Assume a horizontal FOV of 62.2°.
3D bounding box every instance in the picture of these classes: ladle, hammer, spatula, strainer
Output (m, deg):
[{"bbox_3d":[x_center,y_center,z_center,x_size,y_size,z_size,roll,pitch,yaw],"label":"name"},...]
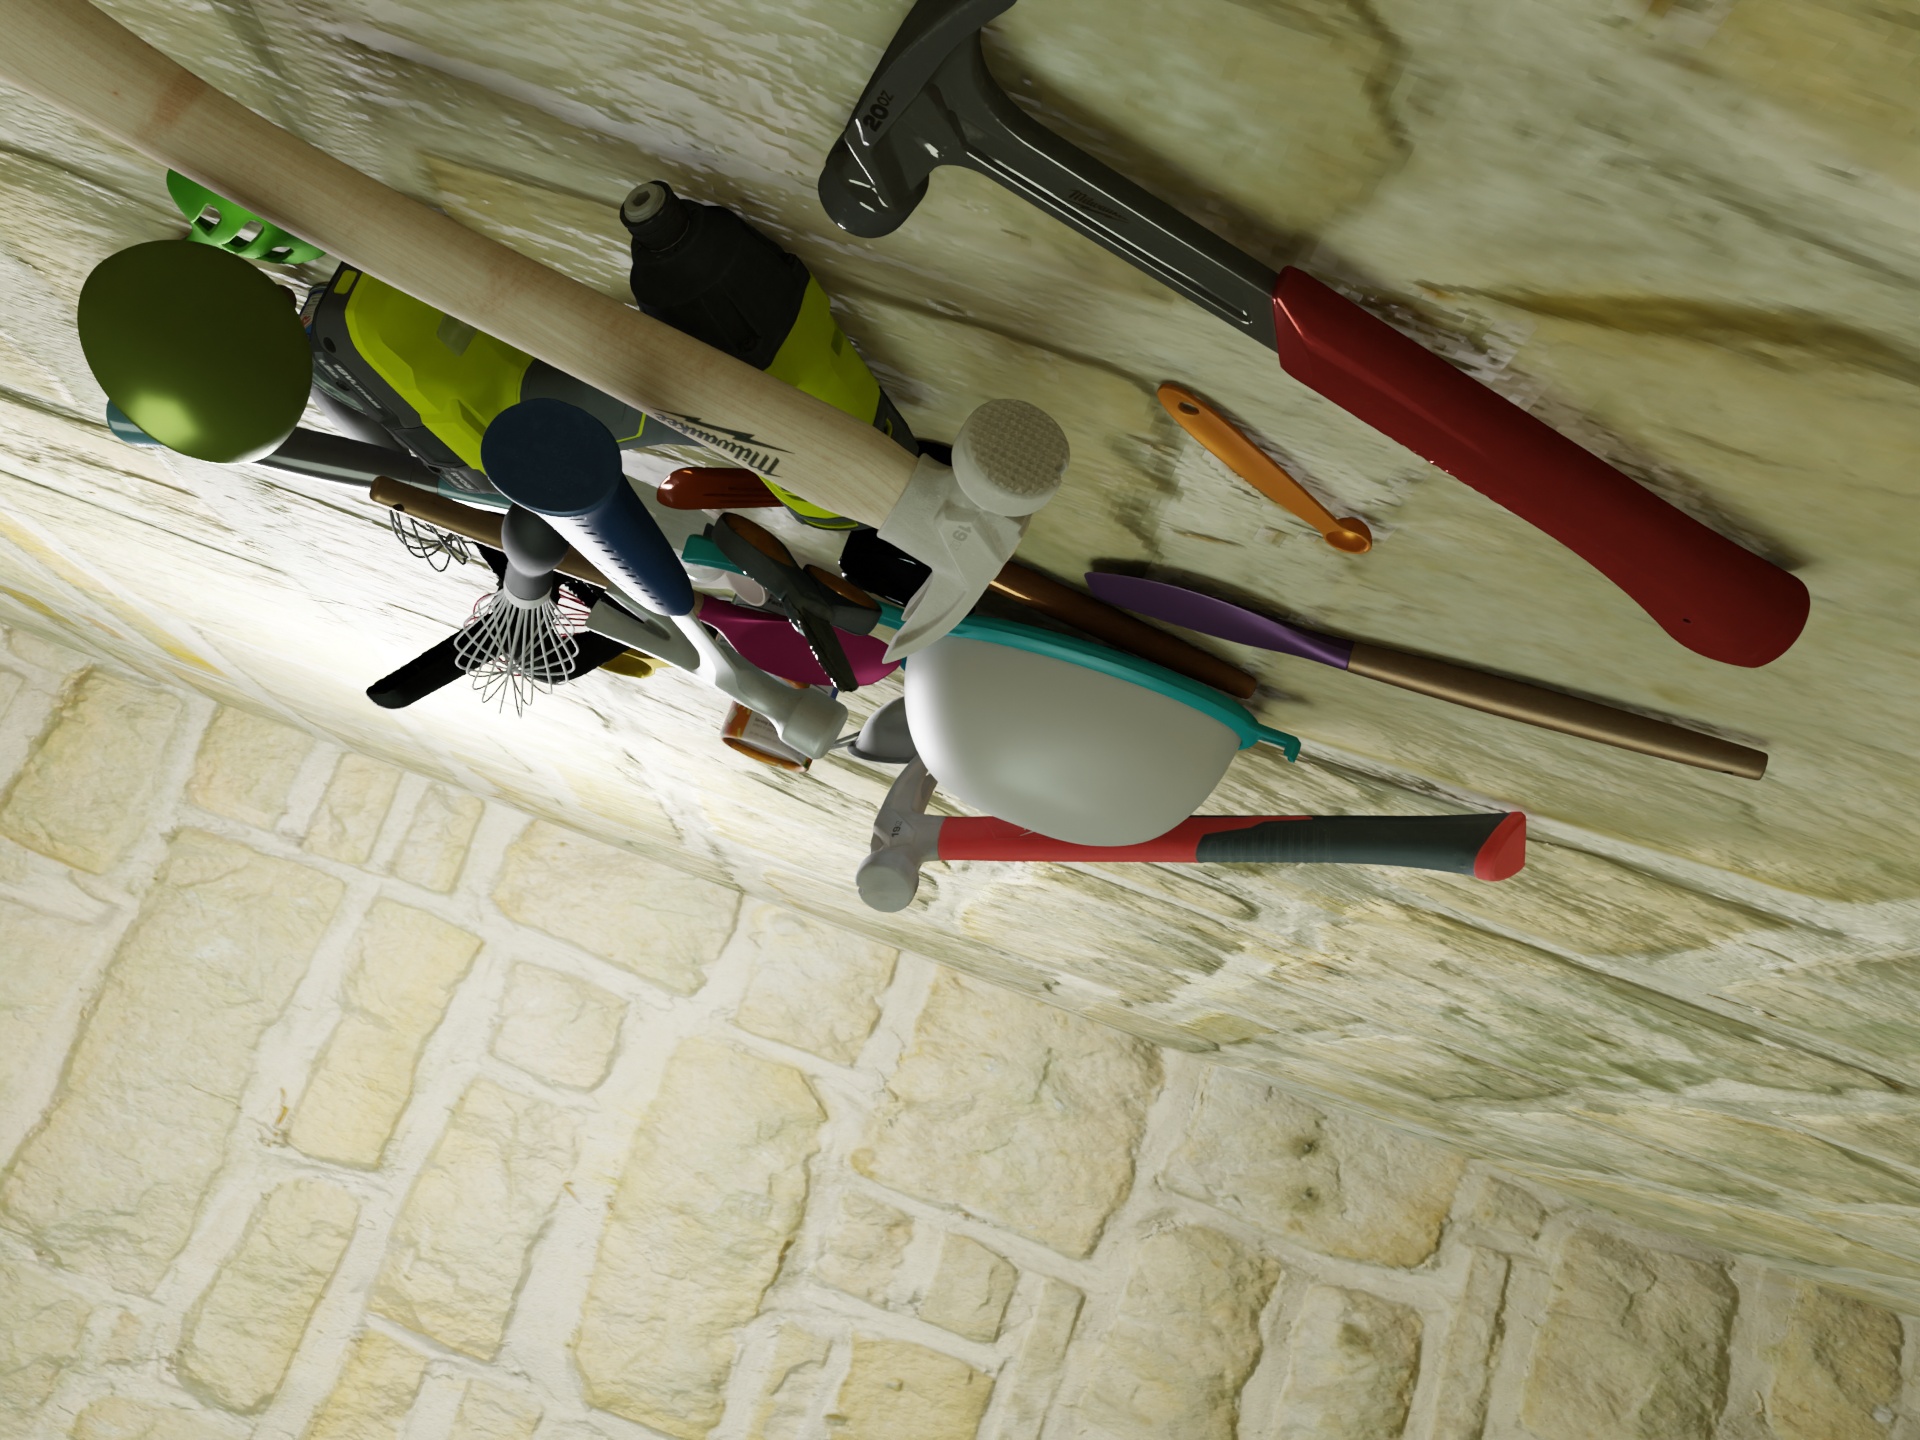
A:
[{"bbox_3d":[-0.295,-0.160,0.648,0.078,0.062,0.320,53,174,-25],"label":"ladle"},{"bbox_3d":[-0.295,-0.132,0.872,0.331,0.033,0.128,12,175,-1],"label":"hammer"},{"bbox_3d":[0.207,-0.024,0.739,0.316,0.018,0.059,17,170,15],"label":"spatula"},{"bbox_3d":[0.137,0.062,0.964,0.386,0.143,0.038,-1,121,16],"label":"hammer"},{"bbox_3d":[0.028,0.019,1.099,0.258,0.050,0.087,10,-160,13],"label":"strainer"},{"bbox_3d":[-0.168,-0.147,0.553,0.410,0.038,0.146,27,152,-8],"label":"hammer"},{"bbox_3d":[-0.127,-0.053,0.665,0.144,0.035,0.405,30,173,4],"label":"hammer"},{"bbox_3d":[0.007,-0.069,0.800,0.322,0.041,0.081,23,169,-14],"label":"spatula"},{"bbox_3d":[0.134,-0.109,0.489,0.359,0.037,0.149,26,165,-18],"label":"hammer"},{"bbox_3d":[-0.001,-0.003,0.865,0.340,0.095,0.211,19,174,-23],"label":"strainer"}]

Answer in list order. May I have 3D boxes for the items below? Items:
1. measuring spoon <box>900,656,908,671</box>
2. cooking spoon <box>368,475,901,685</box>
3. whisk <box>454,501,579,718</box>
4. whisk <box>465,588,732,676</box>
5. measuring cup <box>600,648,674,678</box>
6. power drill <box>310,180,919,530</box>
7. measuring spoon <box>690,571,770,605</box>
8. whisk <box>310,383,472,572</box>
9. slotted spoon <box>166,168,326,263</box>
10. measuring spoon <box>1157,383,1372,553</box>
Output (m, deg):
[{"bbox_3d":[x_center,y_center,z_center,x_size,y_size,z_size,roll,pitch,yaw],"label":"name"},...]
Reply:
[{"bbox_3d":[-0.019,-0.024,1.037,0.042,0.021,0.128,17,165,12],"label":"measuring spoon"},{"bbox_3d":[-0.167,-0.072,0.875,0.318,0.017,0.068,19,145,-35],"label":"cooking spoon"},{"bbox_3d":[-0.219,-0.060,0.800,0.070,0.070,0.284,23,161,-12],"label":"whisk"},{"bbox_3d":[-0.256,-0.067,1.140,0.296,0.073,0.073,1,157,39],"label":"whisk"},{"bbox_3d":[-0.215,-0.057,1.201,0.156,0.029,0.062,-1,158,26],"label":"measuring cup"},{"bbox_3d":[-0.146,-0.150,0.648,0.223,0.080,0.171,8,157,29],"label":"power drill"},{"bbox_3d":[-0.154,-0.094,0.983,0.124,0.018,0.034,14,136,47],"label":"measuring spoon"},{"bbox_3d":[-0.343,-0.154,0.956,0.055,0.055,0.238,18,162,9],"label":"whisk"},{"bbox_3d":[-0.380,-0.225,0.784,0.070,0.031,0.314,25,167,-36],"label":"slotted spoon"},{"bbox_3d":[0.119,-0.098,0.610,0.116,0.011,0.021,32,162,-27],"label":"measuring spoon"}]
